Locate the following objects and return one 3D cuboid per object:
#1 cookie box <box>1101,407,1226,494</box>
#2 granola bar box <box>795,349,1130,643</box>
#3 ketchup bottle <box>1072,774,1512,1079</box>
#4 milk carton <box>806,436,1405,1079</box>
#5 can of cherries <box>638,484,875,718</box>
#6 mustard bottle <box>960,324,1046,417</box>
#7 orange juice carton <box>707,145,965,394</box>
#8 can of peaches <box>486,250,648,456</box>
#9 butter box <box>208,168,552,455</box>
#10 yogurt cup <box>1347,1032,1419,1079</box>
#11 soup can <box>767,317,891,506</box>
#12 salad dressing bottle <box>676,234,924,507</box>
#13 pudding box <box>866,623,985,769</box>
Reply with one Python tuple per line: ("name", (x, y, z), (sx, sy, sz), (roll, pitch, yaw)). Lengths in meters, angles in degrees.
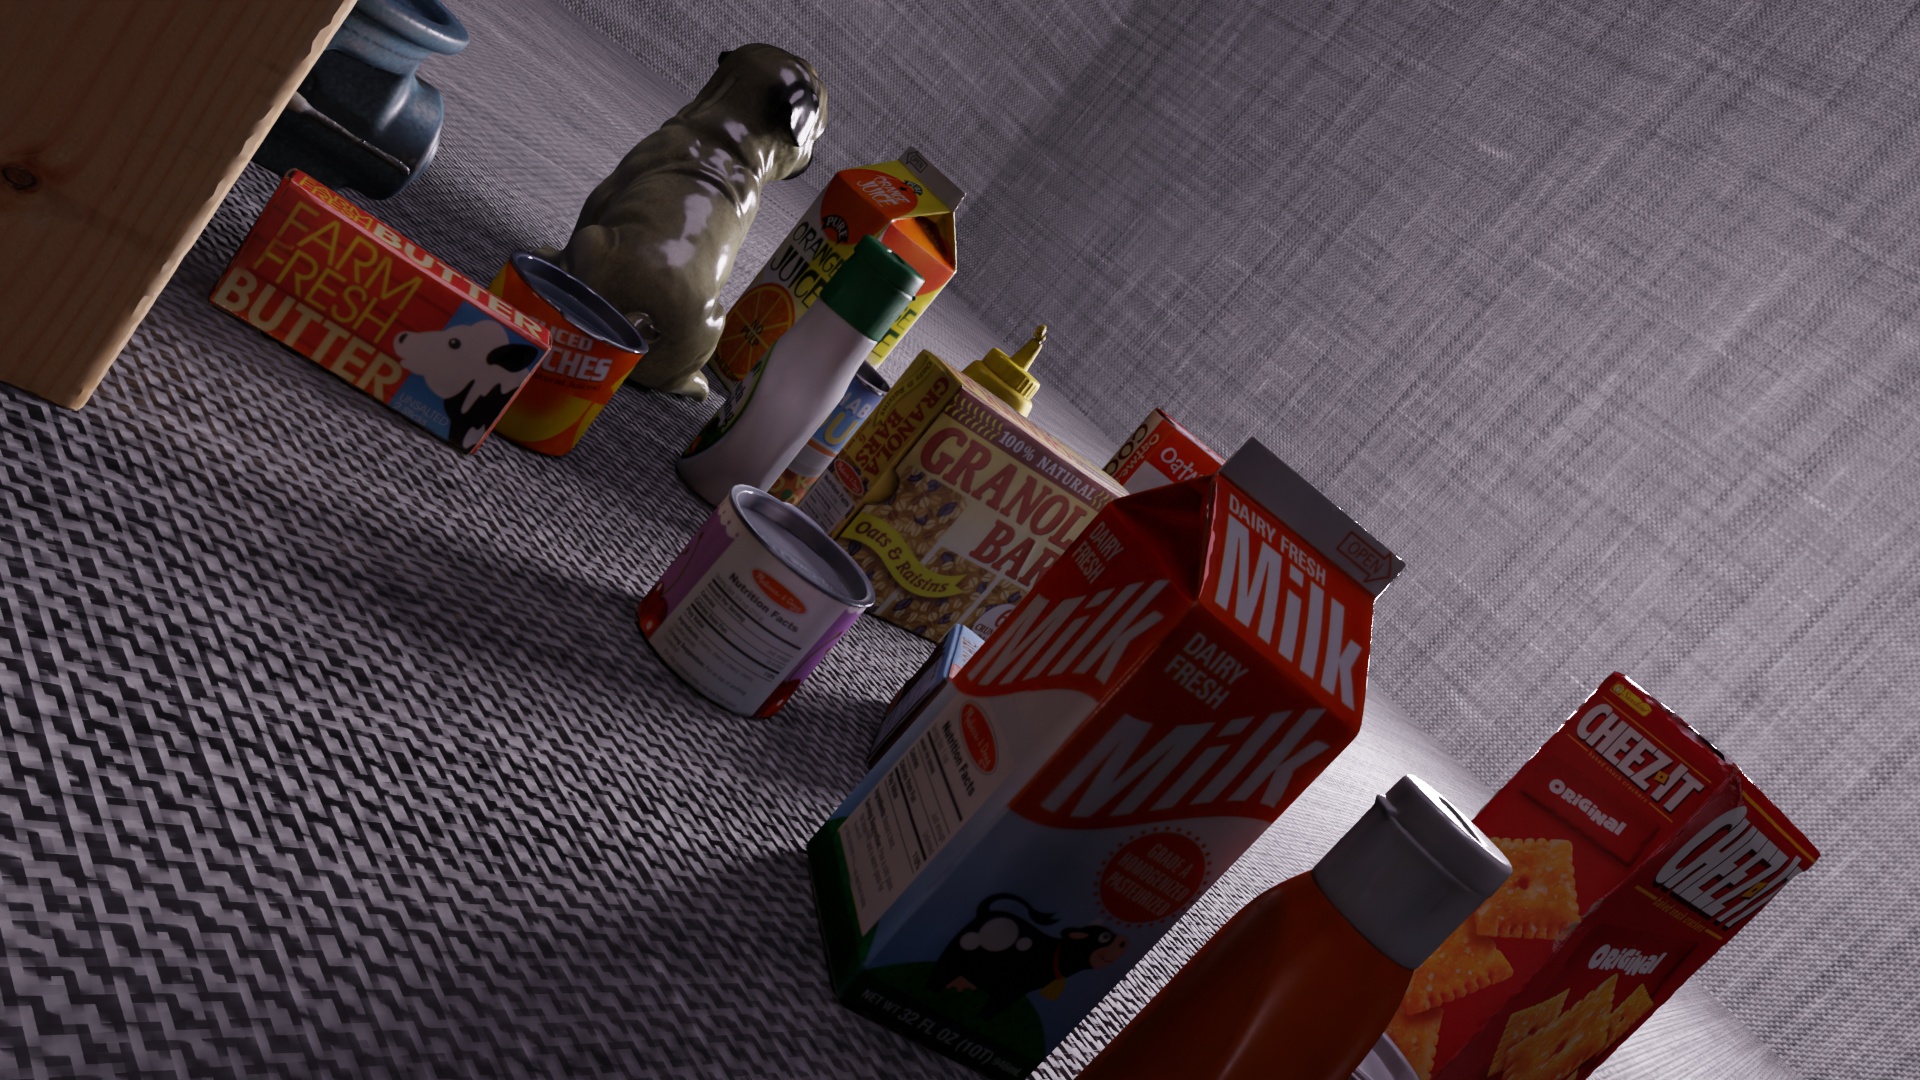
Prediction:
("cookie box", (0.120, 0.014, 0.906), (0.123, 0.167, 0.040), (35, 11, -26))
("granola bar box", (0.003, -0.009, 0.719), (0.165, 0.124, 0.039), (29, 15, -47))
("ketchup bottle", (0.084, 0.129, 0.380), (0.043, 0.148, 0.065), (39, 10, -8))
("milk carton", (0.044, 0.060, 0.410), (0.072, 0.190, 0.074), (35, 11, -25))
("can of cherries", (-0.075, 0.022, 0.511), (0.071, 0.058, 0.071), (39, 11, -9))
("mustard bottle", (0.006, -0.073, 0.891), (0.065, 0.160, 0.049), (41, 10, 2))
("orange juice carton", (-0.075, -0.165, 0.903), (0.073, 0.192, 0.072), (28, 16, -50))
("can of peaches", (-0.173, -0.076, 0.572), (0.071, 0.058, 0.071), (39, 11, -9))
("butter box", (-0.205, -0.080, 0.496), (0.103, 0.053, 0.024), (35, 12, -27))
("yogurt cup", (0.125, 0.196, 0.501), (0.072, 0.054, 0.072), (39, 11, -9))
("soup can", (-0.087, -0.068, 0.764), (0.071, 0.083, 0.071), (39, 11, -9))
("salad dressing bottle", (-0.077, -0.080, 0.673), (0.044, 0.147, 0.064), (37, 11, -15))
("pudding box", (-0.008, 0.069, 0.570), (0.030, 0.049, 0.084), (39, 11, -4))
